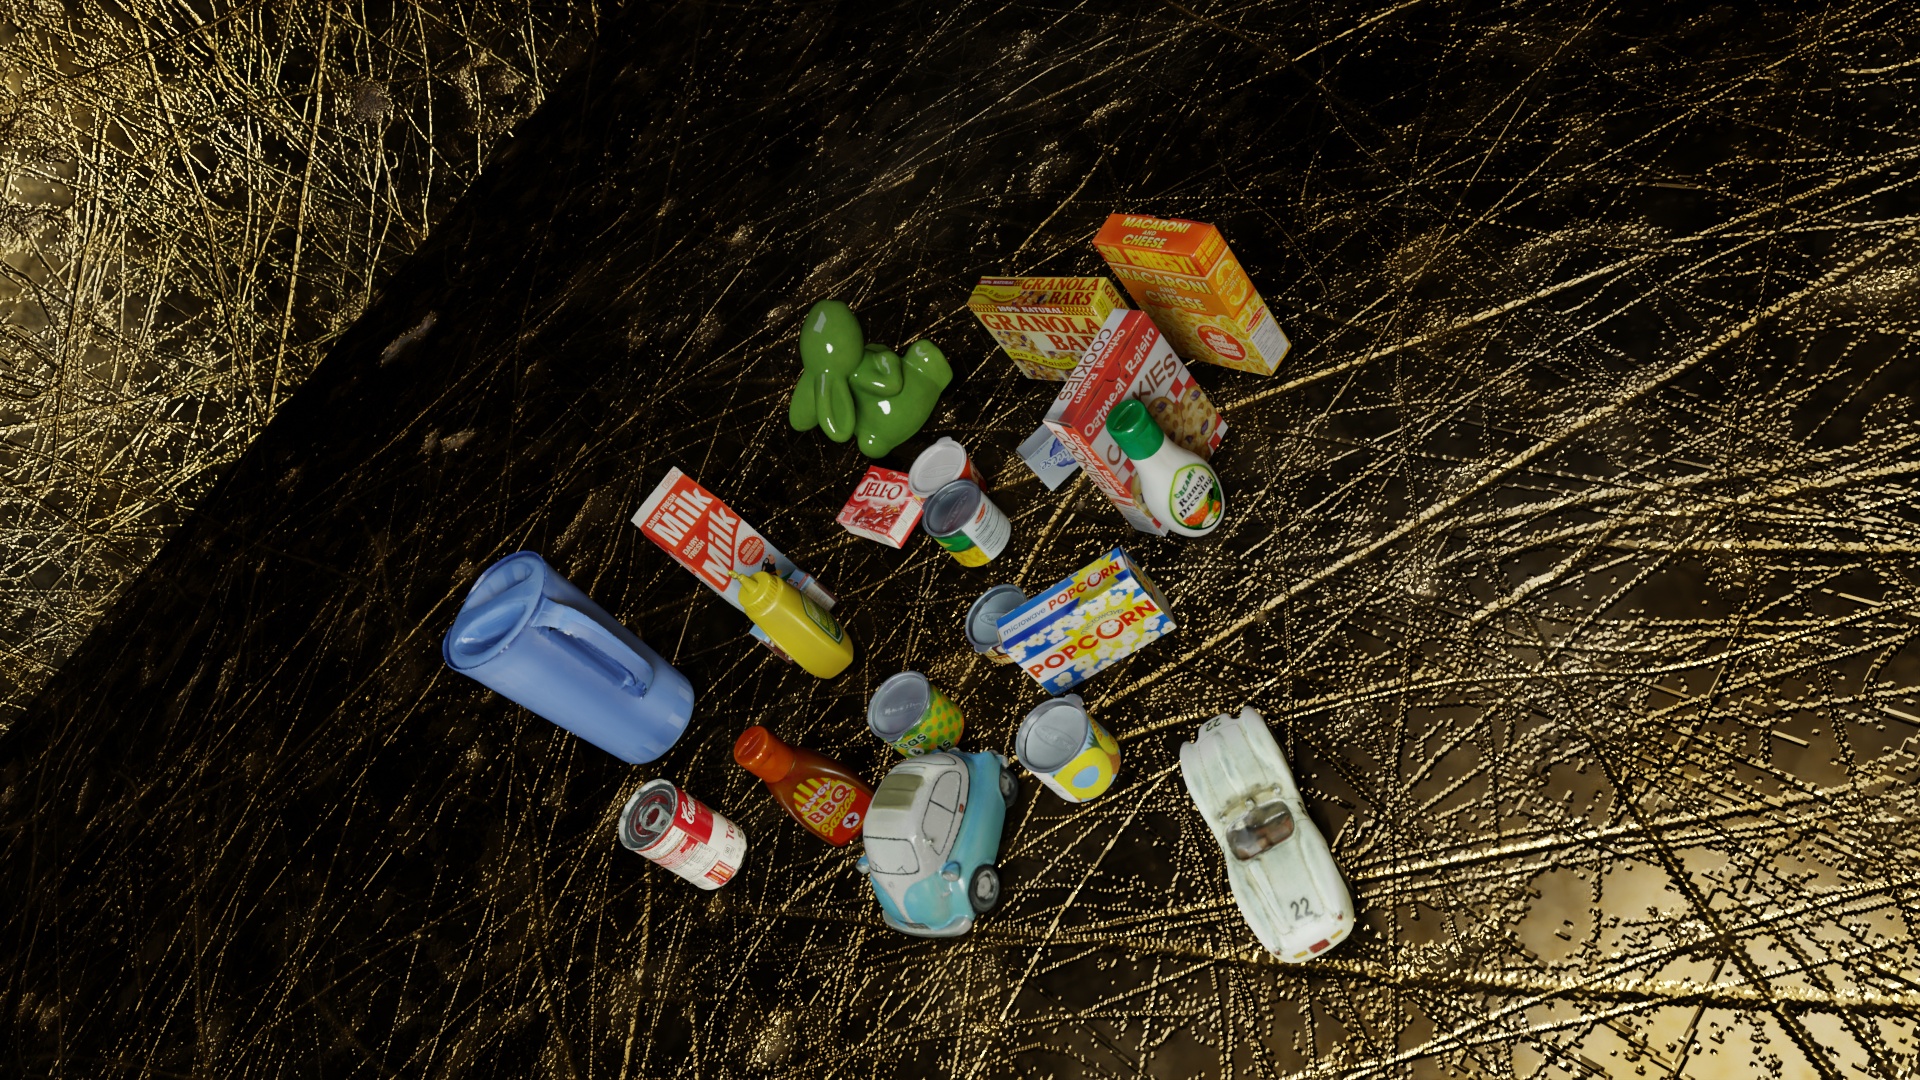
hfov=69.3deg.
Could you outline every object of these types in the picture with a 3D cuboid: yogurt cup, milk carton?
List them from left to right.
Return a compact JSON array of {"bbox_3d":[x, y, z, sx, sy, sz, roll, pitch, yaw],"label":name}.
[{"bbox_3d":[-0.253,0.005,1.433,0.073,0.190,0.072,24,74,48],"label":"milk carton"},{"bbox_3d":[-0.010,-0.058,1.388,0.072,0.054,0.073,-22,45,24],"label":"yogurt cup"}]

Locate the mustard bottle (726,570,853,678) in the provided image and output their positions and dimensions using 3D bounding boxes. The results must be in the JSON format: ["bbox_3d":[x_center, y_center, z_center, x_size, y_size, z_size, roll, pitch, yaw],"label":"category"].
[{"bbox_3d":[-0.166,0.072,1.326,0.049,0.160,0.065,-37,41,10],"label":"mustard bottle"}]

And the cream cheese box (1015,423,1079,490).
[{"bbox_3d":[0.107,-0.101,1.327,0.104,0.053,0.024,-44,40,1],"label":"cream cheese box"}]

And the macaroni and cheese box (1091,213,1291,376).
[{"bbox_3d":[0.210,-0.224,1.257,0.124,0.166,0.040,22,73,48],"label":"macaroni and cheese box"}]

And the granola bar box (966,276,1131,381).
[{"bbox_3d":[0.104,-0.206,1.364,0.165,0.124,0.039,11,65,45],"label":"granola bar box"}]

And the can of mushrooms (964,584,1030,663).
[{"bbox_3d":[0.039,0.077,1.249,0.071,0.033,0.071,-22,45,24],"label":"can of mushrooms"}]

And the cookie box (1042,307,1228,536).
[{"bbox_3d":[0.155,-0.100,1.198,0.040,0.167,0.123,16,68,46],"label":"cookie box"}]

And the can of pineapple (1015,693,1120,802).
[{"bbox_3d":[0.088,0.167,1.113,0.071,0.057,0.071,-22,45,24],"label":"can of pineapple"}]

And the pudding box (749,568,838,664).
[{"bbox_3d":[-0.169,0.077,1.410,0.030,0.049,0.084,21,72,47],"label":"pudding box"}]

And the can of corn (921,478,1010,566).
[{"bbox_3d":[0.005,-0.017,1.337,0.071,0.058,0.071,-22,45,25],"label":"can of corn"}]

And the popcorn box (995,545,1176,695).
[{"bbox_3d":[0.105,0.069,1.161,0.126,0.085,0.038,-32,42,15],"label":"popcorn box"}]

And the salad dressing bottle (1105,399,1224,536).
[{"bbox_3d":[0.171,-0.060,1.166,0.064,0.147,0.044,-51,40,-7],"label":"salad dressing bottle"}]

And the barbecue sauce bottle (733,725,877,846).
[{"bbox_3d":[-0.134,0.208,1.194,0.065,0.148,0.044,-46,40,-1],"label":"barbecue sauce bottle"}]

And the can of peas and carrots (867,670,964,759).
[{"bbox_3d":[-0.039,0.159,1.225,0.071,0.058,0.071,-22,45,25],"label":"can of peas and carrots"}]
